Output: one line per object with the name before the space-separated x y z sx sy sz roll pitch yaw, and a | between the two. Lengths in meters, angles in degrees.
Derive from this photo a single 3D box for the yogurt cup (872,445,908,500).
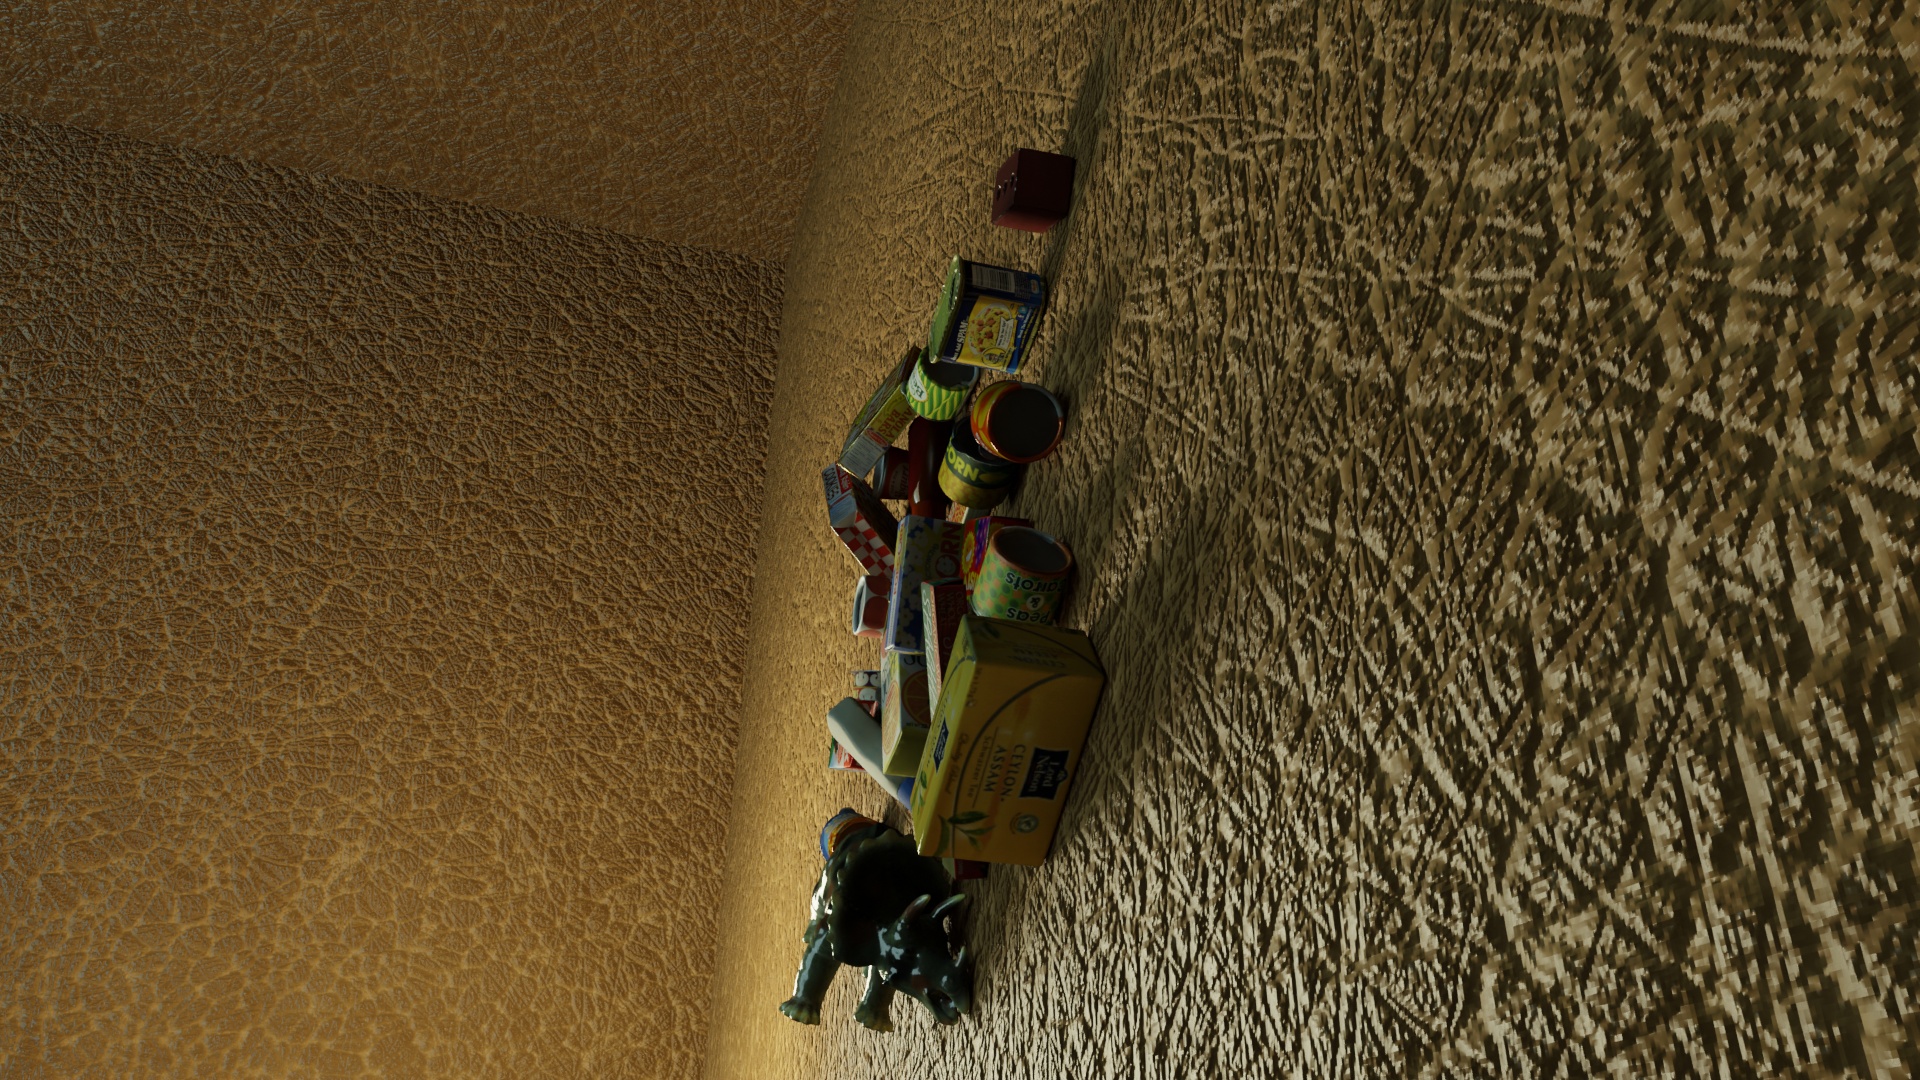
yogurt cup | -0.072 -0.078 1.647 0.072 0.054 0.072 -170 88 -77

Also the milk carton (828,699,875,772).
milk carton | -0.090 0.213 1.496 0.190 0.072 0.073 148 129 -72

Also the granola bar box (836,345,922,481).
granola bar box | -0.084 -0.151 1.608 0.124 0.039 0.166 -49 12 19

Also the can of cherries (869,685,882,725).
can of cherries | -0.056 0.170 1.385 0.058 0.071 0.072 120 155 -58

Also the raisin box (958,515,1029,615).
raisin box | 0.026 0.043 1.198 0.086 0.040 0.123 167 110 -76

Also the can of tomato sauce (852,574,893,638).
can of tomato sauce | -0.066 0.074 1.464 0.071 0.083 0.071 -170 88 -77

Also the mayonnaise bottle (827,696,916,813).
mayonnaise bottle | -0.068 0.212 1.325 0.148 0.041 0.064 38 159 36

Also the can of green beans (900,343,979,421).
can of green beans | -0.019 -0.168 1.459 0.057 0.071 0.071 120 155 -56

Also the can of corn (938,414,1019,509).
can of corn | 0.016 -0.069 1.240 0.071 0.071 0.058 -95 18 -44

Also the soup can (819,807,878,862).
soup can | -0.117 0.334 1.540 0.083 0.071 0.071 154 124 -73

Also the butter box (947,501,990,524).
butter box | 0.005 -0.017 1.354 0.053 0.024 0.103 -99 21 -50

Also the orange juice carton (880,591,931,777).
orange juice carton | -0.034 0.126 1.319 0.072 0.072 0.194 112 161 -44

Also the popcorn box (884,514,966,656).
popcorn box | -0.019 0.045 1.281 0.038 0.085 0.127 143 134 -70

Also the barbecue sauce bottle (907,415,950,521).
barbecue sauce bottle | -0.034 -0.065 1.506 0.064 0.044 0.149 124 151 -52

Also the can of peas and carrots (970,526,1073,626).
can of peas and carrots | 0.048 0.031 1.056 0.071 0.071 0.058 -103 26 -57

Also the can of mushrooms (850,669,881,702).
can of mushrooms | -0.086 0.161 1.518 0.071 0.071 0.033 149 126 -73

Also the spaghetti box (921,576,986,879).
spaghetti box | -0.006 0.155 1.163 0.050 0.029 0.249 -176 82 -76

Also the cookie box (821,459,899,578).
cookie box | -0.109 -0.016 1.631 0.040 0.122 0.168 -34 26 7

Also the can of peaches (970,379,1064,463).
can of peaches | 0.046 -0.096 1.142 0.058 0.071 0.071 -150 69 -75
